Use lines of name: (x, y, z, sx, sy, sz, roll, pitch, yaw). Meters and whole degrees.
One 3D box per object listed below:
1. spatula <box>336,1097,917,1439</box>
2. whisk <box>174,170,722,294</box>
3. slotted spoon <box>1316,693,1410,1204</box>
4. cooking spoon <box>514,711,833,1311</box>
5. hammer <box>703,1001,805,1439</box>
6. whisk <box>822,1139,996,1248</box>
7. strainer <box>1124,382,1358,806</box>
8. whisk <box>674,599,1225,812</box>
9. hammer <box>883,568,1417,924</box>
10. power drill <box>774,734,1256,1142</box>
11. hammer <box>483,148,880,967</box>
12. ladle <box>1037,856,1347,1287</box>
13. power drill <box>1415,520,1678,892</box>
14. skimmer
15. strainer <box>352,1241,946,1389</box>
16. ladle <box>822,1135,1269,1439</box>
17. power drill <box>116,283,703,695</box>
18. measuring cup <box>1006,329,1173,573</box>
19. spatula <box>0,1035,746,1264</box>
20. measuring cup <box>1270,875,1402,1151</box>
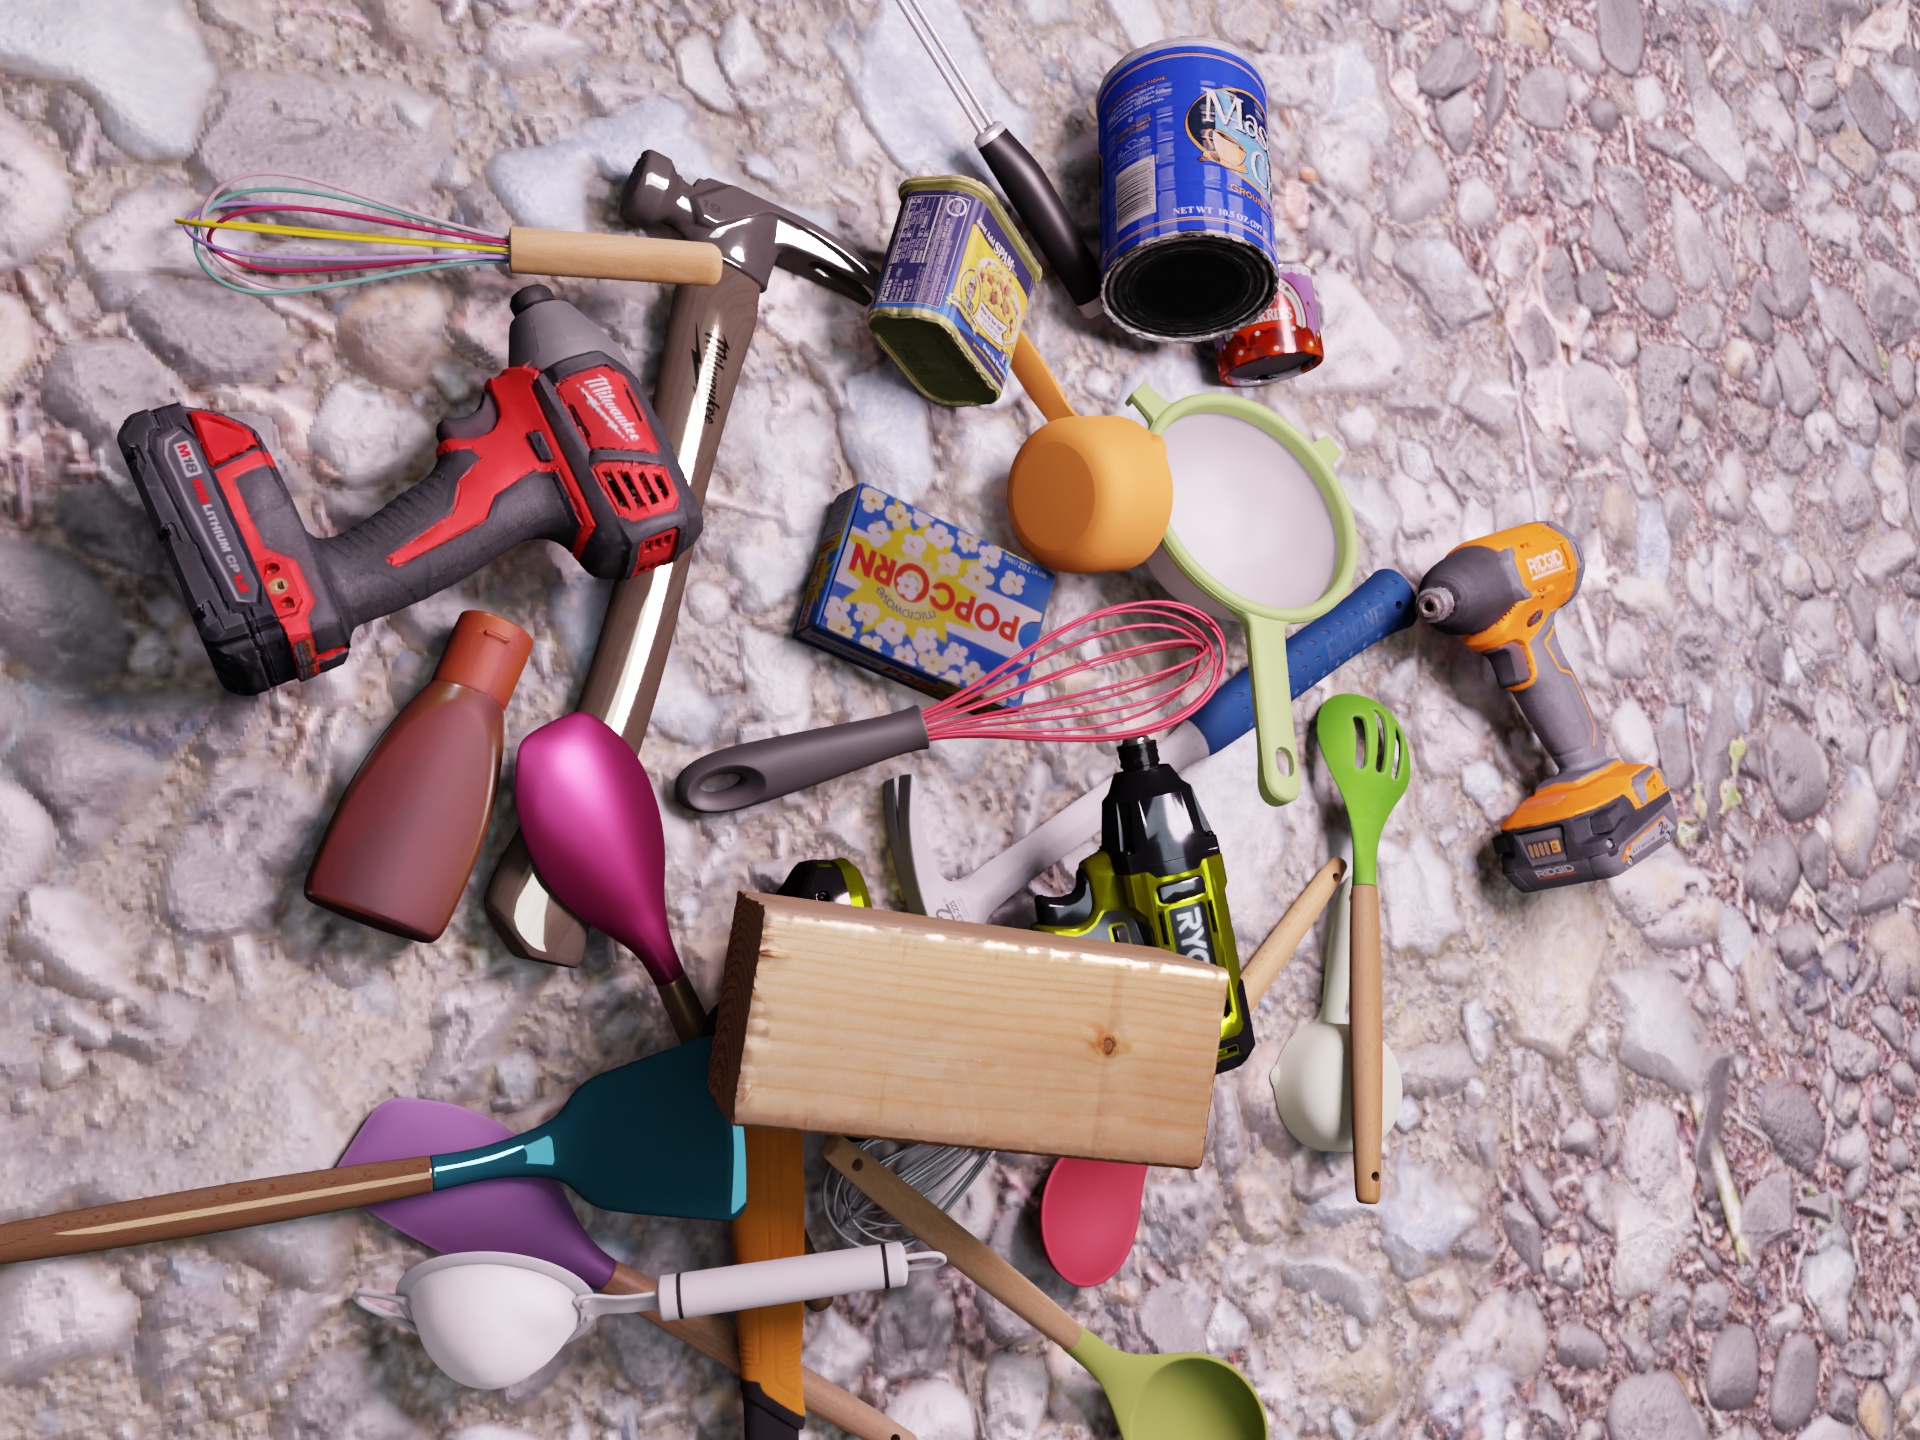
spatula: (-0.144, 0.271, 0.748, 0.315, 0.018, 0.060, 38, 67, -17)
whisk: (-0.234, -0.221, 0.747, 0.245, 0.047, 0.051, -1, 79, -18)
slotted spoon: (0.242, 0.125, 0.946, 0.070, 0.031, 0.314, 15, 66, -21)
cooking spoon: (-0.127, 0.145, 0.757, 0.069, 0.017, 0.318, -31, 104, -36)
hammer: (-0.081, 0.292, 0.744, 0.127, 0.034, 0.337, -2, 89, -23)
whisk: (0.031, 0.202, 0.839, 0.246, 0.057, 0.059, -25, 63, -33)
strainer: (0.158, -0.065, 0.920, 0.151, 0.069, 0.257, 10, 65, -25)
whisk: (-0.001, -0.003, 0.816, 0.296, 0.073, 0.073, -16, 89, -10)
hammer: (0.128, 0.010, 0.928, 0.405, 0.035, 0.144, -33, 98, -29)
power drill: (0.026, 0.109, 0.793, 0.223, 0.080, 0.171, -12, 93, -12)
hammer: (-0.145, -0.079, 0.798, 0.146, 0.038, 0.411, 19, 73, -26)
ladle: (0.139, 0.188, 0.910, 0.315, 0.031, 0.069, -46, 108, -28)
power drill: (0.367, -0.010, 1.022, 0.164, 0.084, 0.226, -17, 87, -43)
skimmer: (-0.034, -0.380, 0.913, 0.127, 0.090, 0.363, -50, 115, -28)
strainer: (-0.134, 0.252, 0.689, 0.258, 0.086, 0.050, -6, 42, -6)
ladle: (0.047, 0.299, 0.793, 0.320, 0.062, 0.078, 46, 68, -26)
power drill: (-0.239, -0.108, 0.706, 0.219, 0.078, 0.143, -23, 82, -23)
measuring cup: (0.047, -0.159, 0.888, 0.052, 0.095, 0.174, -13, 67, -46)
spatula: (-0.252, 0.197, 0.676, 0.317, 0.044, 0.082, -4, 84, -23)
measuring cup: (0.236, 0.175, 0.955, 0.083, 0.038, 0.168, 16, 76, -25)
